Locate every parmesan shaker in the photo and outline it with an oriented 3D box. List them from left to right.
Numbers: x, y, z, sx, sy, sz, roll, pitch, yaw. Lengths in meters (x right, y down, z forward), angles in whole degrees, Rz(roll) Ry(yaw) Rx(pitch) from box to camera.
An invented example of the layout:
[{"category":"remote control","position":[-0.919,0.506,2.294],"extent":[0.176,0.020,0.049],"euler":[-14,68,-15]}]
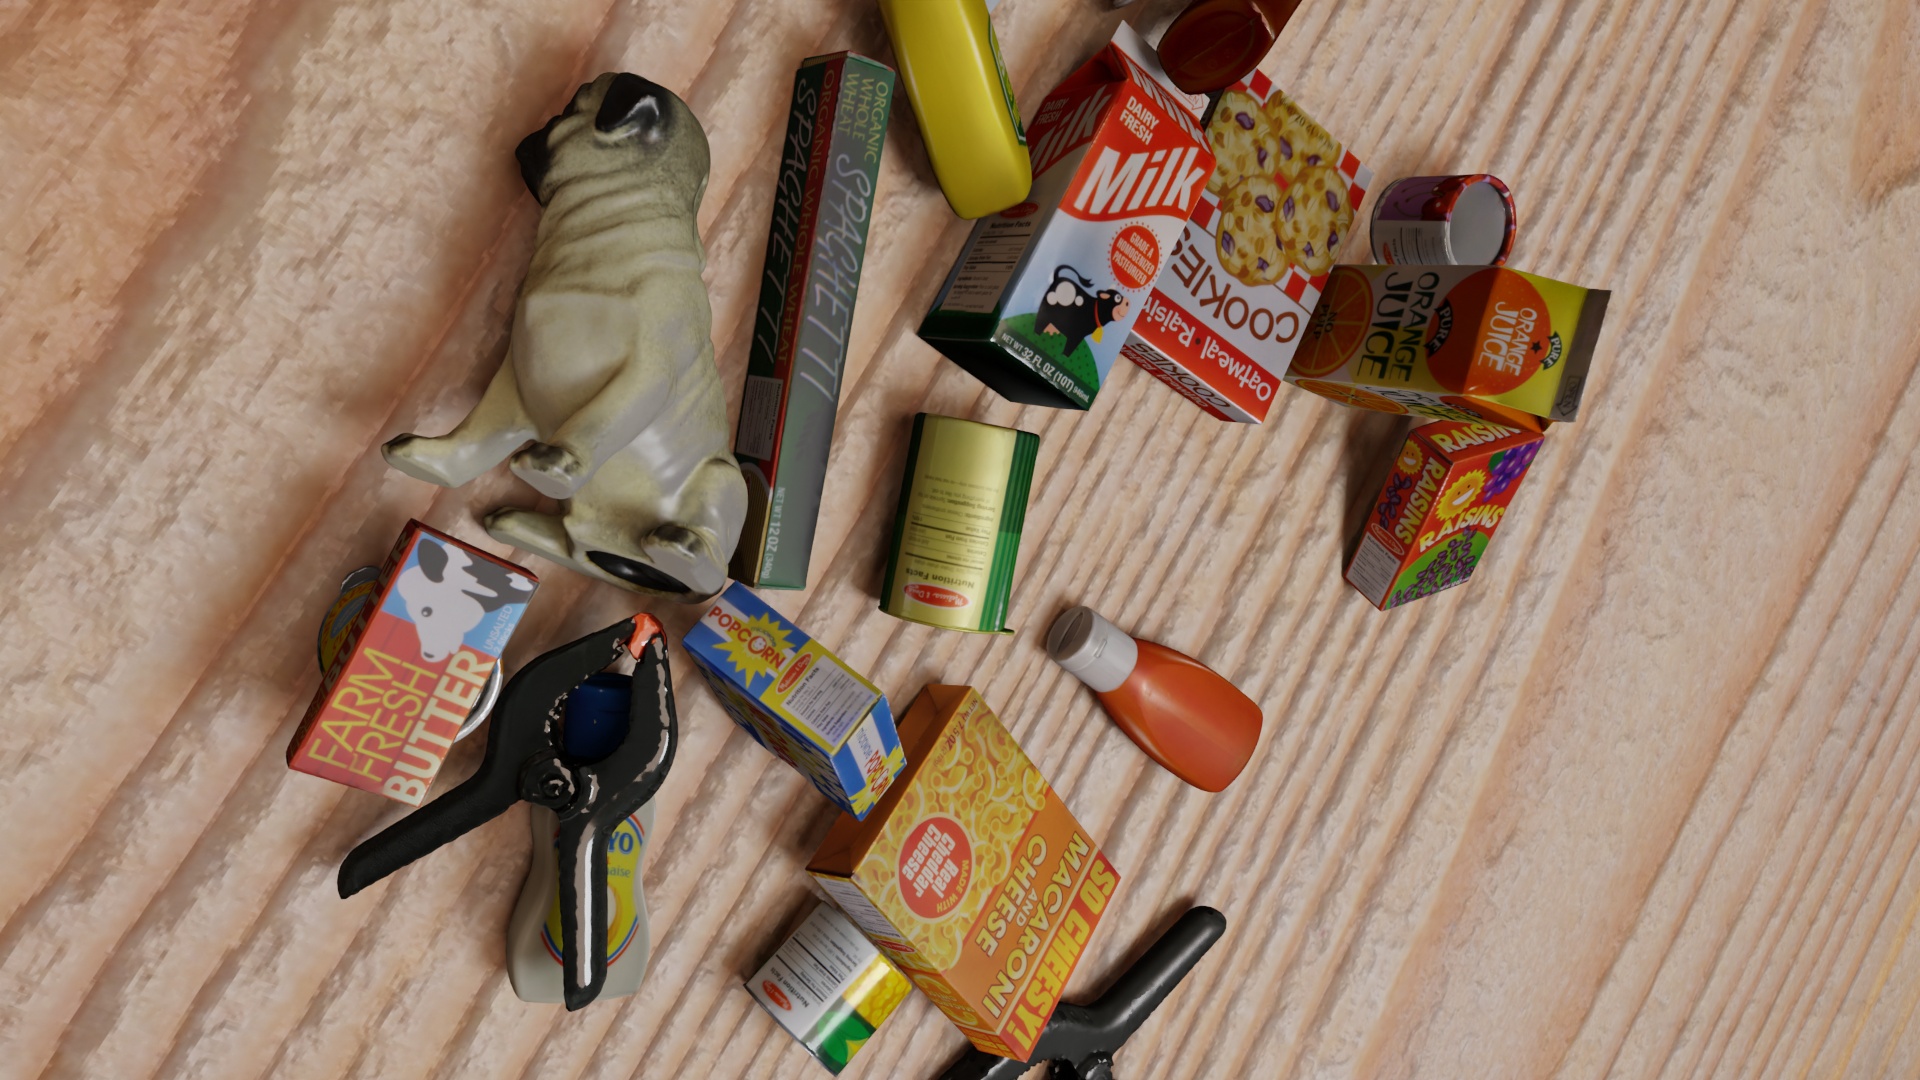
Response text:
[{"category":"parmesan shaker","position":[0.003,-0.009,0.708],"extent":[0.071,0.071,0.103],"euler":[9,94,-32]}]

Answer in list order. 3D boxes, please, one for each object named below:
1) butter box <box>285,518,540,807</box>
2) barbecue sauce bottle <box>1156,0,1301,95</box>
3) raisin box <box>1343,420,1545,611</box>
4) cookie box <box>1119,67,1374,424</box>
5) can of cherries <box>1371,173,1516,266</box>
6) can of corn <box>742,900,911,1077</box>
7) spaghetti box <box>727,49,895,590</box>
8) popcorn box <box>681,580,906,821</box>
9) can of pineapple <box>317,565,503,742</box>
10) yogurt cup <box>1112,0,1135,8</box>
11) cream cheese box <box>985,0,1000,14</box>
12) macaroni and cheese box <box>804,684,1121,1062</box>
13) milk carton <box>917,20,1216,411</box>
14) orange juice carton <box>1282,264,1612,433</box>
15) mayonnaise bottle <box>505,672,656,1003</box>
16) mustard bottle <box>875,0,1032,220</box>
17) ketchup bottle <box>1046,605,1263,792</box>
[{"category":"butter box","position":[-0.214,0.049,0.543],"extent":[0.053,0.024,0.103],"euler":[30,83,-32]},{"category":"barbecue sauce bottle","position":[0.154,-0.289,0.732],"extent":[0.043,0.064,0.149],"euler":[50,46,-18]},{"category":"raisin box","position":[0.302,-0.021,0.873],"extent":[0.086,0.040,0.122],"euler":[-14,137,-27]},{"category":"cookie box","position":[0.152,-0.167,0.788],"extent":[0.123,0.040,0.167],"euler":[29,83,-32]},{"category":"can of cherries","position":[0.301,-0.195,0.861],"extent":[0.072,0.058,0.071],"euler":[-6,103,-30]},{"category":"can of corn","position":[-0.067,0.229,0.712],"extent":[0.058,0.071,0.071],"euler":[-46,118,-16]},{"category":"spaghetti box","position":[-0.075,-0.102,0.655],"extent":[0.029,0.050,0.249],"euler":[8,95,-34]},{"category":"popcorn box","position":[-0.072,0.076,0.632],"extent":[0.038,0.085,0.126],"euler":[-51,164,-17]},{"category":"can of pineapple","position":[-0.232,0.049,0.582],"extent":[0.071,0.058,0.071],"euler":[-6,102,-30]},{"category":"yogurt cup","position":[0.101,-0.314,0.716],"extent":[0.072,0.072,0.054],"euler":[-32,106,-22]},{"category":"cream cheese box","position":[-0.020,-0.294,0.668],"extent":[0.103,0.024,0.053],"euler":[40,79,-30]},{"category":"macaroni and cheese box","position":[0.008,0.177,0.744],"extent":[0.166,0.040,0.124],"euler":[54,53,-27]},{"category":"milk carton","position":[0.064,-0.167,0.714],"extent":[0.072,0.073,0.191],"euler":[31,82,-31]},{"category":"orange juice carton","position":[0.271,-0.109,0.779],"extent":[0.073,0.193,0.071],"euler":[16,92,-32]},{"category":"mayonnaise bottle","position":[-0.171,0.137,0.645],"extent":[0.065,0.041,0.148],"euler":[5,96,-26]},{"category":"mustard bottle","position":[-0.007,-0.232,0.647],"extent":[0.049,0.065,0.159],"euler":[-16,127,8]},{"category":"ketchup bottle","position":[0.112,0.089,0.807],"extent":[0.148,0.043,0.065],"euler":[36,79,-31]}]
